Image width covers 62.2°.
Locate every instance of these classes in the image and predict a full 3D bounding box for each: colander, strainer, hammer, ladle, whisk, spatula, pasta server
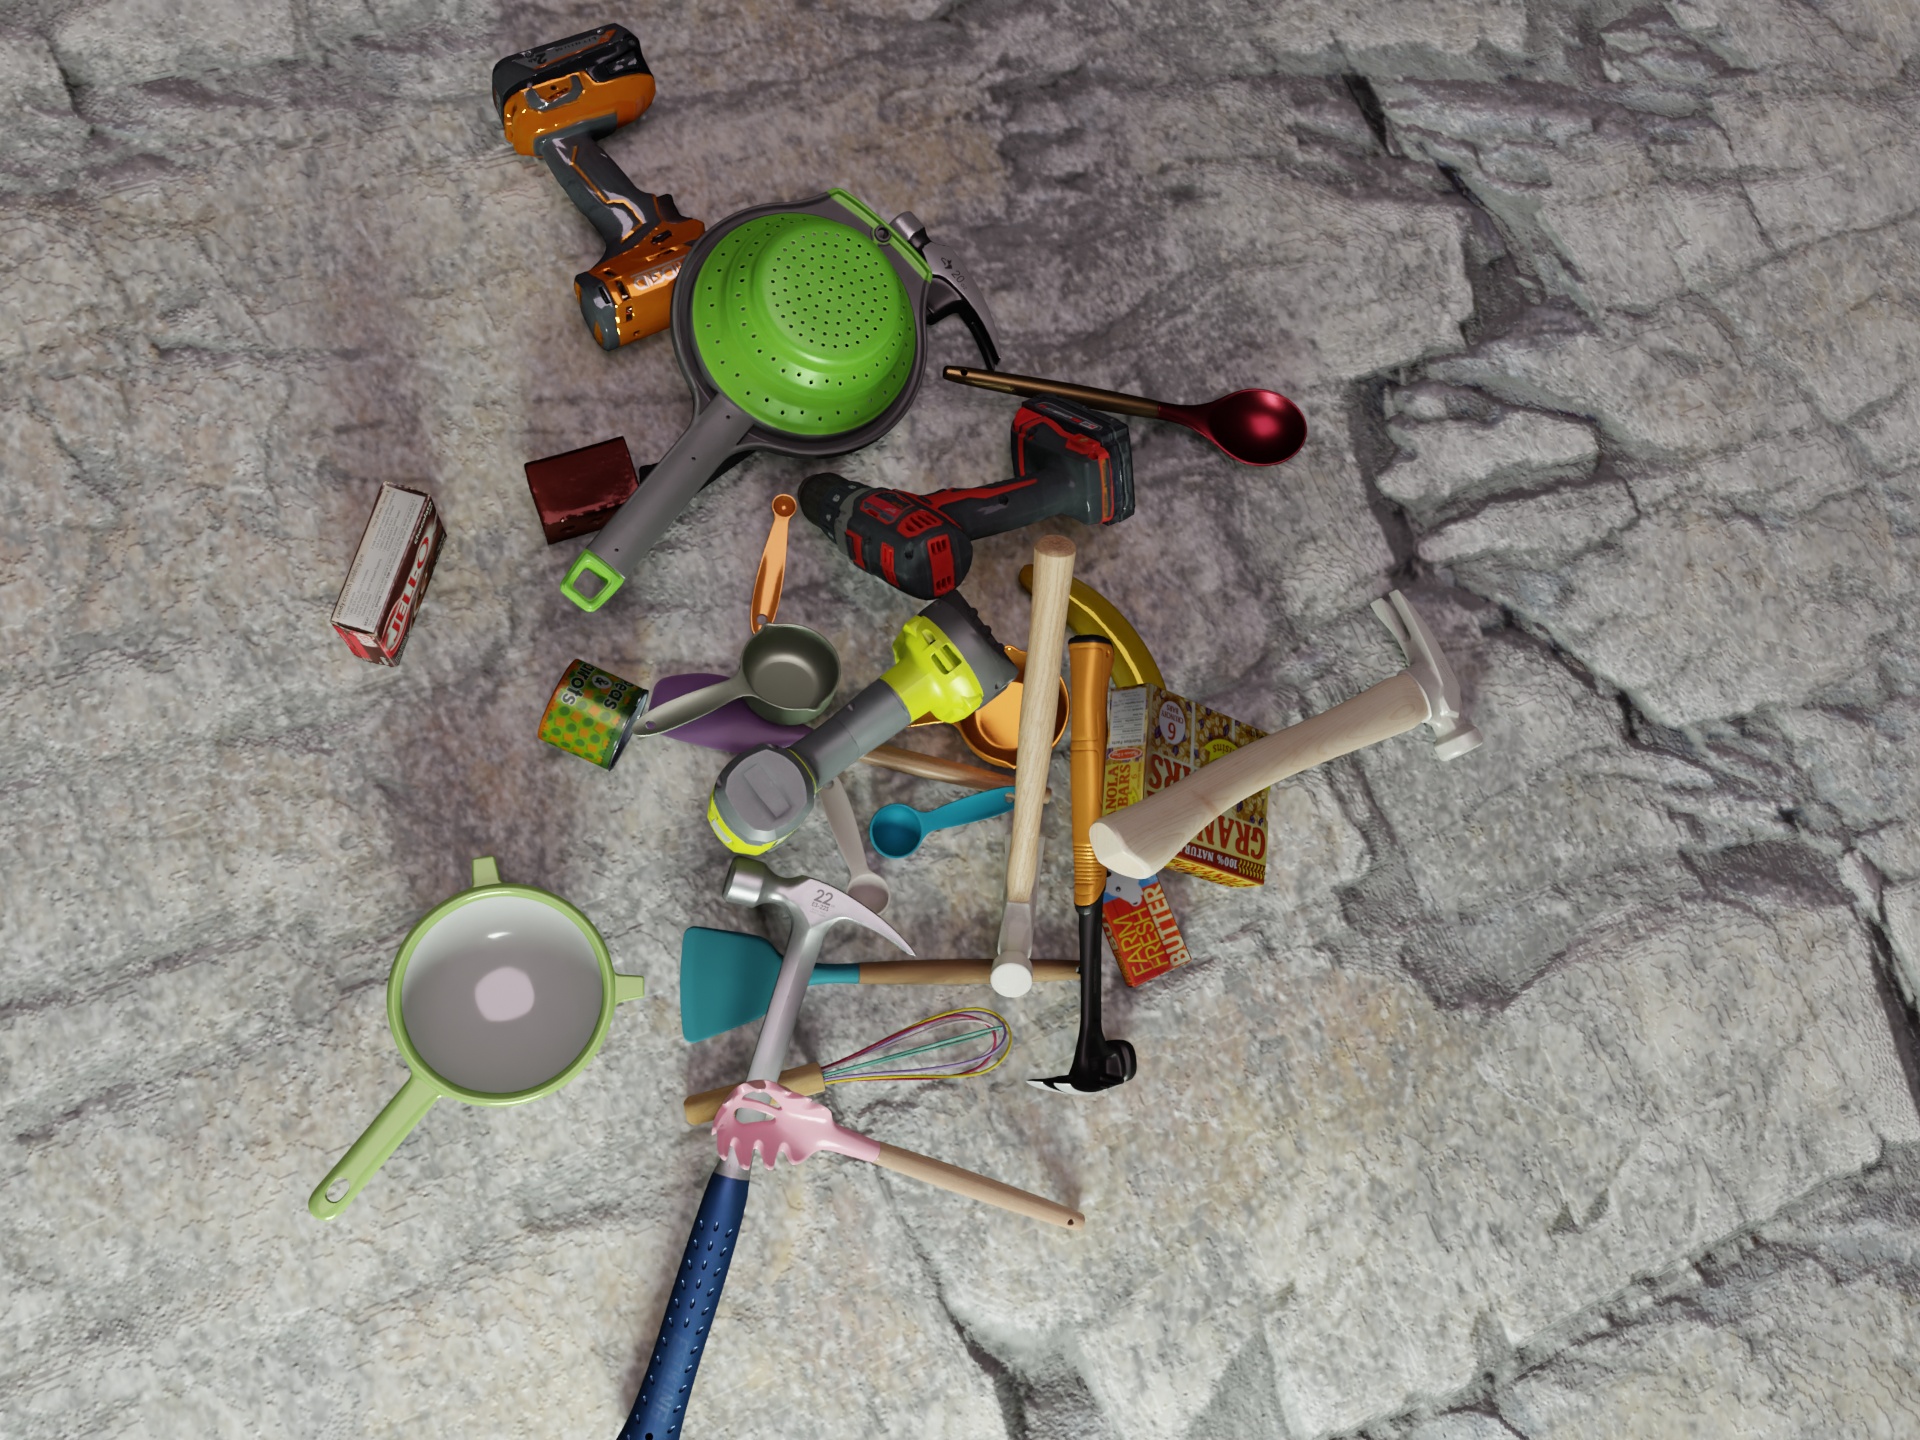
[{"bbox_3d":[-0.155,-0.243,1.168,0.204,0.094,0.397,39,73,-11],"label":"colander"},{"bbox_3d":[-0.349,0.231,1.095,0.151,0.069,0.256,39,74,-4],"label":"strainer"},{"bbox_3d":[0.052,0.026,1.127,0.031,0.130,0.331,6,118,2],"label":"hammer"},{"bbox_3d":[0.246,0.015,1.206,0.410,0.038,0.146,-21,82,-37],"label":"hammer"},{"bbox_3d":[0.137,-0.258,1.304,0.315,0.031,0.069,7,77,-17],"label":"ladle"},{"bbox_3d":[-0.150,0.308,1.108,0.144,0.035,0.405,18,84,-9],"label":"hammer"},{"bbox_3d":[-0.079,0.257,1.160,0.245,0.051,0.047,-13,87,-11],"label":"whisk"},{"bbox_3d":[0.092,0.103,1.172,0.034,0.127,0.337,-3,84,29],"label":"hammer"},{"bbox_3d":[-0.081,0.020,1.221,0.316,0.018,0.060,14,68,-8],"label":"spatula"},{"bbox_3d":[-0.048,0.190,1.179,0.317,0.044,0.082,1,86,-13],"label":"spatula"},{"bbox_3d":[-0.117,-0.261,1.264,0.335,0.035,0.146,-40,88,-16],"label":"hammer"},{"bbox_3d":[-0.035,0.313,1.110,0.316,0.040,0.060,27,96,-26],"label":"pasta server"}]

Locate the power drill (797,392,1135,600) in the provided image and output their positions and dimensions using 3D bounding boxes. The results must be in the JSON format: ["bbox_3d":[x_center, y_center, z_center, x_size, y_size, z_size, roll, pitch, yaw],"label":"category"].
[{"bbox_3d":[0.001,-0.176,1.221,0.226,0.188,0.080,-26,126,-25],"label":"power drill"}]

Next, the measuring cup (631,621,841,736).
[{"bbox_3d":[-0.168,-0.016,1.186,0.167,0.038,0.083,-24,70,-24],"label":"measuring cup"}]

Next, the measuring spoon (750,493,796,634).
[{"bbox_3d":[-0.147,-0.120,1.243,0.021,0.011,0.117,11,80,-9],"label":"measuring spoon"}]

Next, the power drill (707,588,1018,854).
[{"bbox_3d":[-0.081,0.014,1.129,0.228,0.190,0.080,-37,89,-15],"label":"power drill"}]

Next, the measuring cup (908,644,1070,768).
[{"bbox_3d":[-0.002,-0.004,1.230,0.173,0.052,0.095,-4,80,3],"label":"measuring cup"}]

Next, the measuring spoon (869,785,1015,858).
[{"bbox_3d":[-0.010,0.072,1.222,0.128,0.021,0.042,-15,93,-14],"label":"measuring spoon"}]

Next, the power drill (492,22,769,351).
[{"bbox_3d":[-0.253,-0.419,1.247,0.164,0.084,0.226,-25,89,-16],"label":"power drill"}]

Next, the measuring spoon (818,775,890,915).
[{"bbox_3d":[-0.085,0.092,1.210,0.034,0.018,0.124,-17,76,-13],"label":"measuring spoon"}]
